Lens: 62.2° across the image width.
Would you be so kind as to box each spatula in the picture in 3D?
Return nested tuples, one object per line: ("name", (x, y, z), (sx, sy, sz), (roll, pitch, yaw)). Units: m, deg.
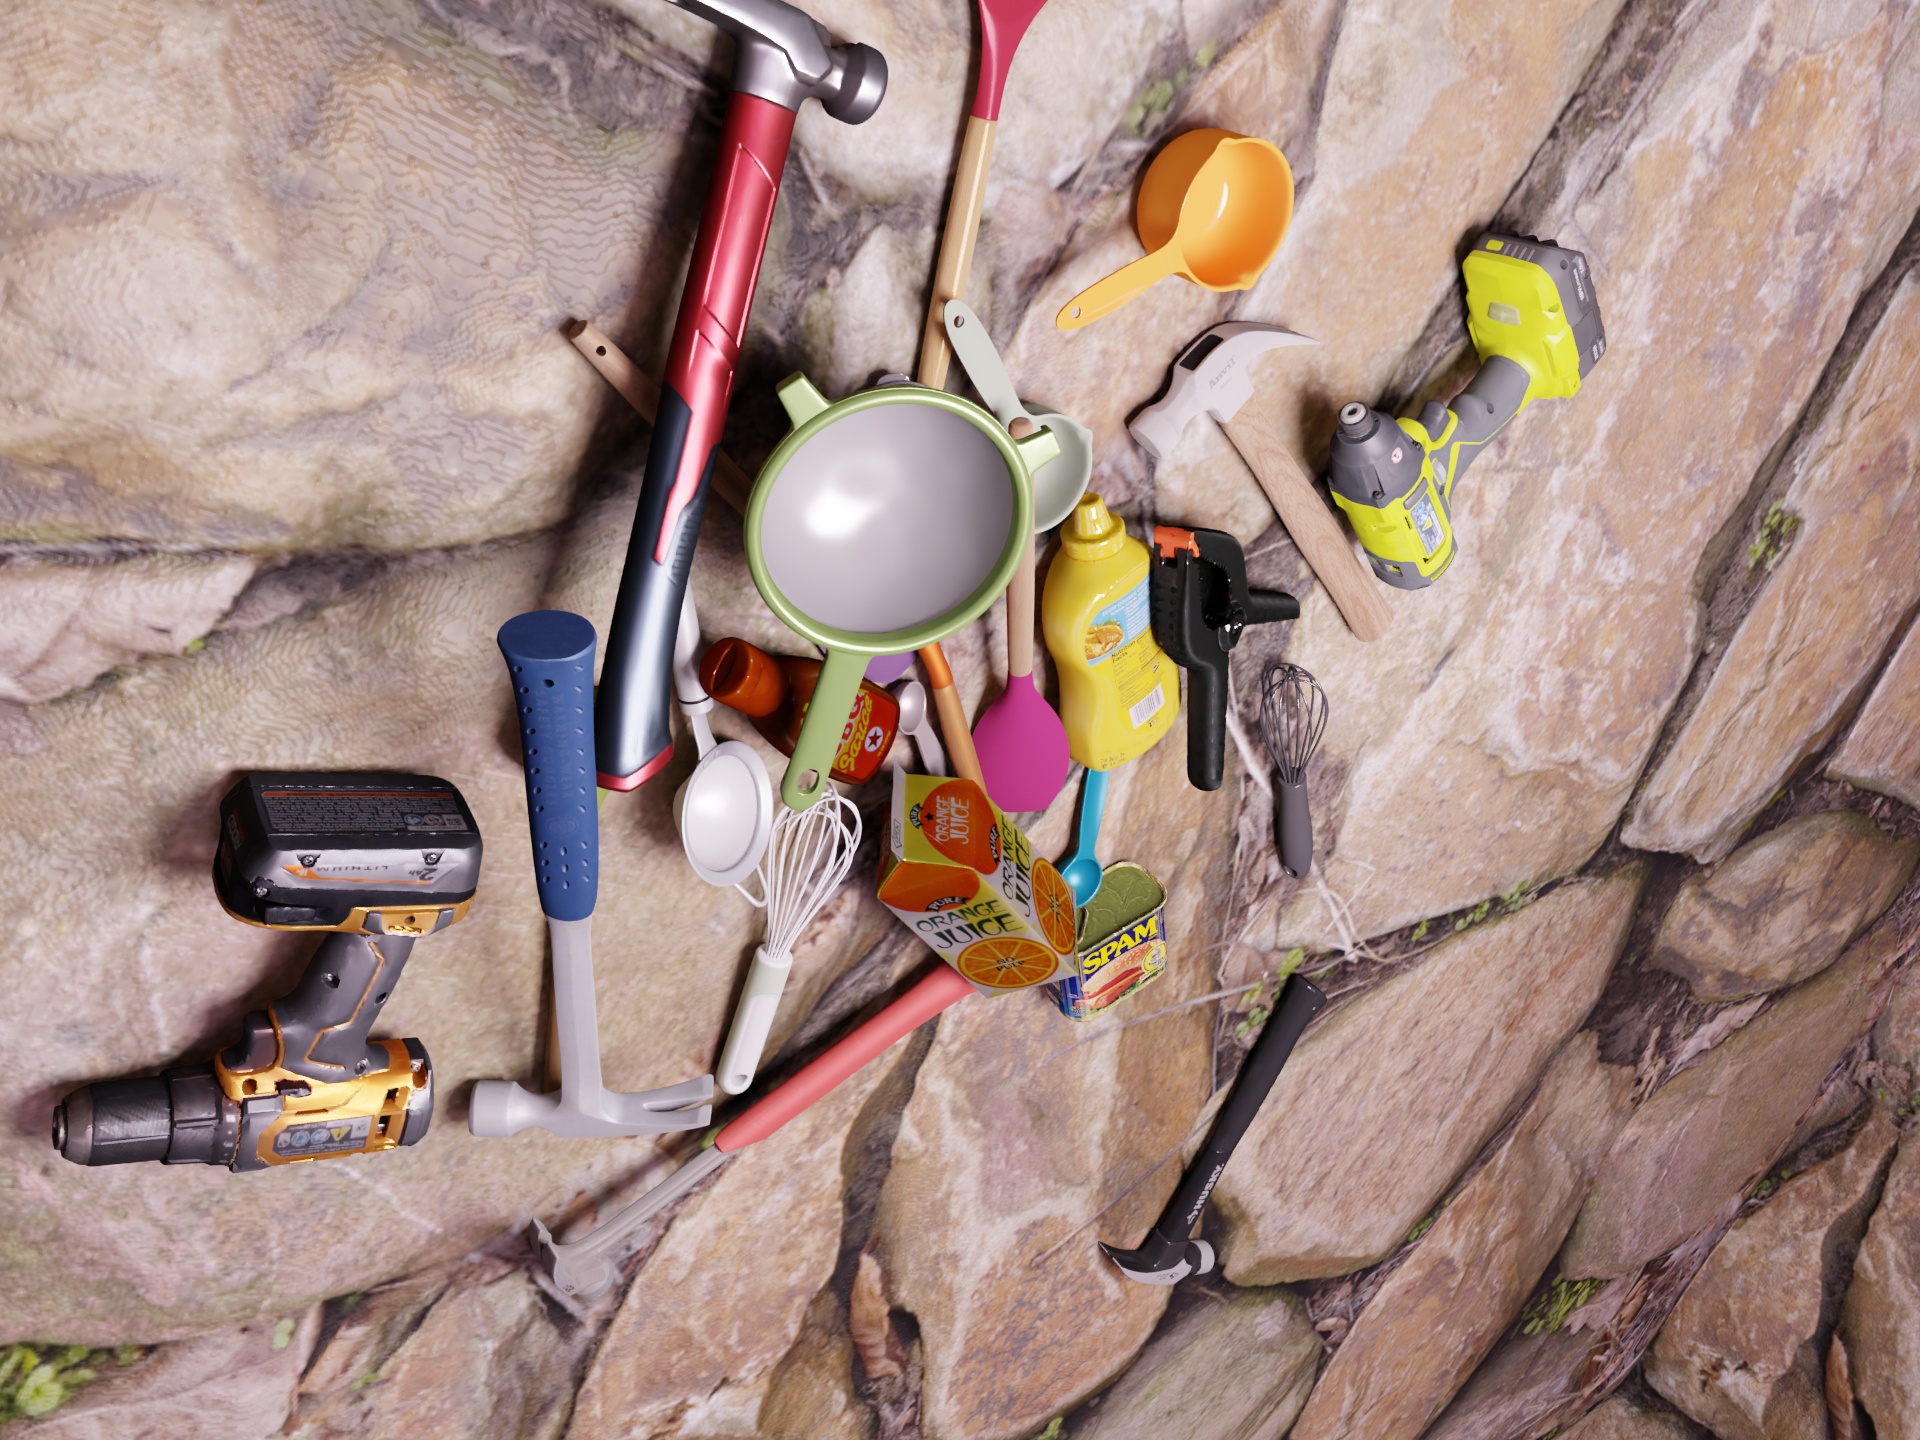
("spatula", (-0.002, -0.003, 1.009), (0.081, 0.041, 0.322), (-37, 136, -22))
("spatula", (-0.110, -0.111, 0.886), (0.060, 0.018, 0.315), (-47, 136, -2))

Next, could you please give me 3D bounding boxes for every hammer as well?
("hammer", (-0.200, 0.106, 0.840), (0.144, 0.035, 0.405), (3, 134, -7))
("hammer", (-0.144, -0.153, 0.773), (0.143, 0.038, 0.386), (7, 102, -39))
("hammer", (-0.123, 0.259, 1.076), (0.359, 0.037, 0.149), (-34, 158, -20))
("hammer", (0.243, 0.378, 1.458), (0.146, 0.035, 0.334), (11, 110, -42))
("hammer", (0.238, -0.154, 1.115), (0.130, 0.031, 0.331), (-49, 135, -1))

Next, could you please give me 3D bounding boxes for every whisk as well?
("whisk", (0.265, 0.046, 1.254), (0.055, 0.055, 0.238), (-31, 137, -18))
("whisk", (-0.117, 0.146, 1.026), (0.057, 0.059, 0.246), (7, 118, -27))

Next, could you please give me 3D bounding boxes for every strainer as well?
("strainer", (-0.059, -0.070, 0.852), (0.151, 0.069, 0.256), (7, 122, -23))
("strainer", (-0.151, -0.005, 0.909), (0.087, 0.050, 0.258), (-46, 138, -50))

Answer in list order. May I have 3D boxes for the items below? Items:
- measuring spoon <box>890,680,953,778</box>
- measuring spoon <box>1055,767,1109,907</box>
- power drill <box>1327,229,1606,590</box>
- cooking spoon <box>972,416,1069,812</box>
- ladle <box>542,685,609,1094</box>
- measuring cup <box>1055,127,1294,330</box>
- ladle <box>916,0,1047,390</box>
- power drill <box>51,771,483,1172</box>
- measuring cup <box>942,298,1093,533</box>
("measuring spoon", (-0.026, 0.019, 1.038), (0.034, 0.018, 0.124), (-62, 149, -30))
("measuring spoon", (0.089, 0.075, 1.163), (0.042, 0.021, 0.128), (-3, 110, -35))
("power drill", (0.343, -0.221, 1.098), (0.223, 0.080, 0.171), (-51, 138, -8))
("cooking spoon", (0.037, -0.051, 0.996), (0.069, 0.017, 0.318), (-2, 133, 0))
("ladle", (-0.222, 0.120, 0.924), (0.078, 0.062, 0.320), (-6, 123, -31))
("measuring cup", (0.113, -0.279, 0.926), (0.173, 0.052, 0.095), (-34, 133, -13))
("ladle", (0.009, -0.296, 0.853), (0.069, 0.031, 0.315), (-7, 123, -35))
("power drill", (-0.354, 0.140, 0.821), (0.185, 0.084, 0.226), (2, 120, -36))
("measuring cup", (0.020, -0.182, 0.928), (0.083, 0.038, 0.167), (-41, 132, -9))
